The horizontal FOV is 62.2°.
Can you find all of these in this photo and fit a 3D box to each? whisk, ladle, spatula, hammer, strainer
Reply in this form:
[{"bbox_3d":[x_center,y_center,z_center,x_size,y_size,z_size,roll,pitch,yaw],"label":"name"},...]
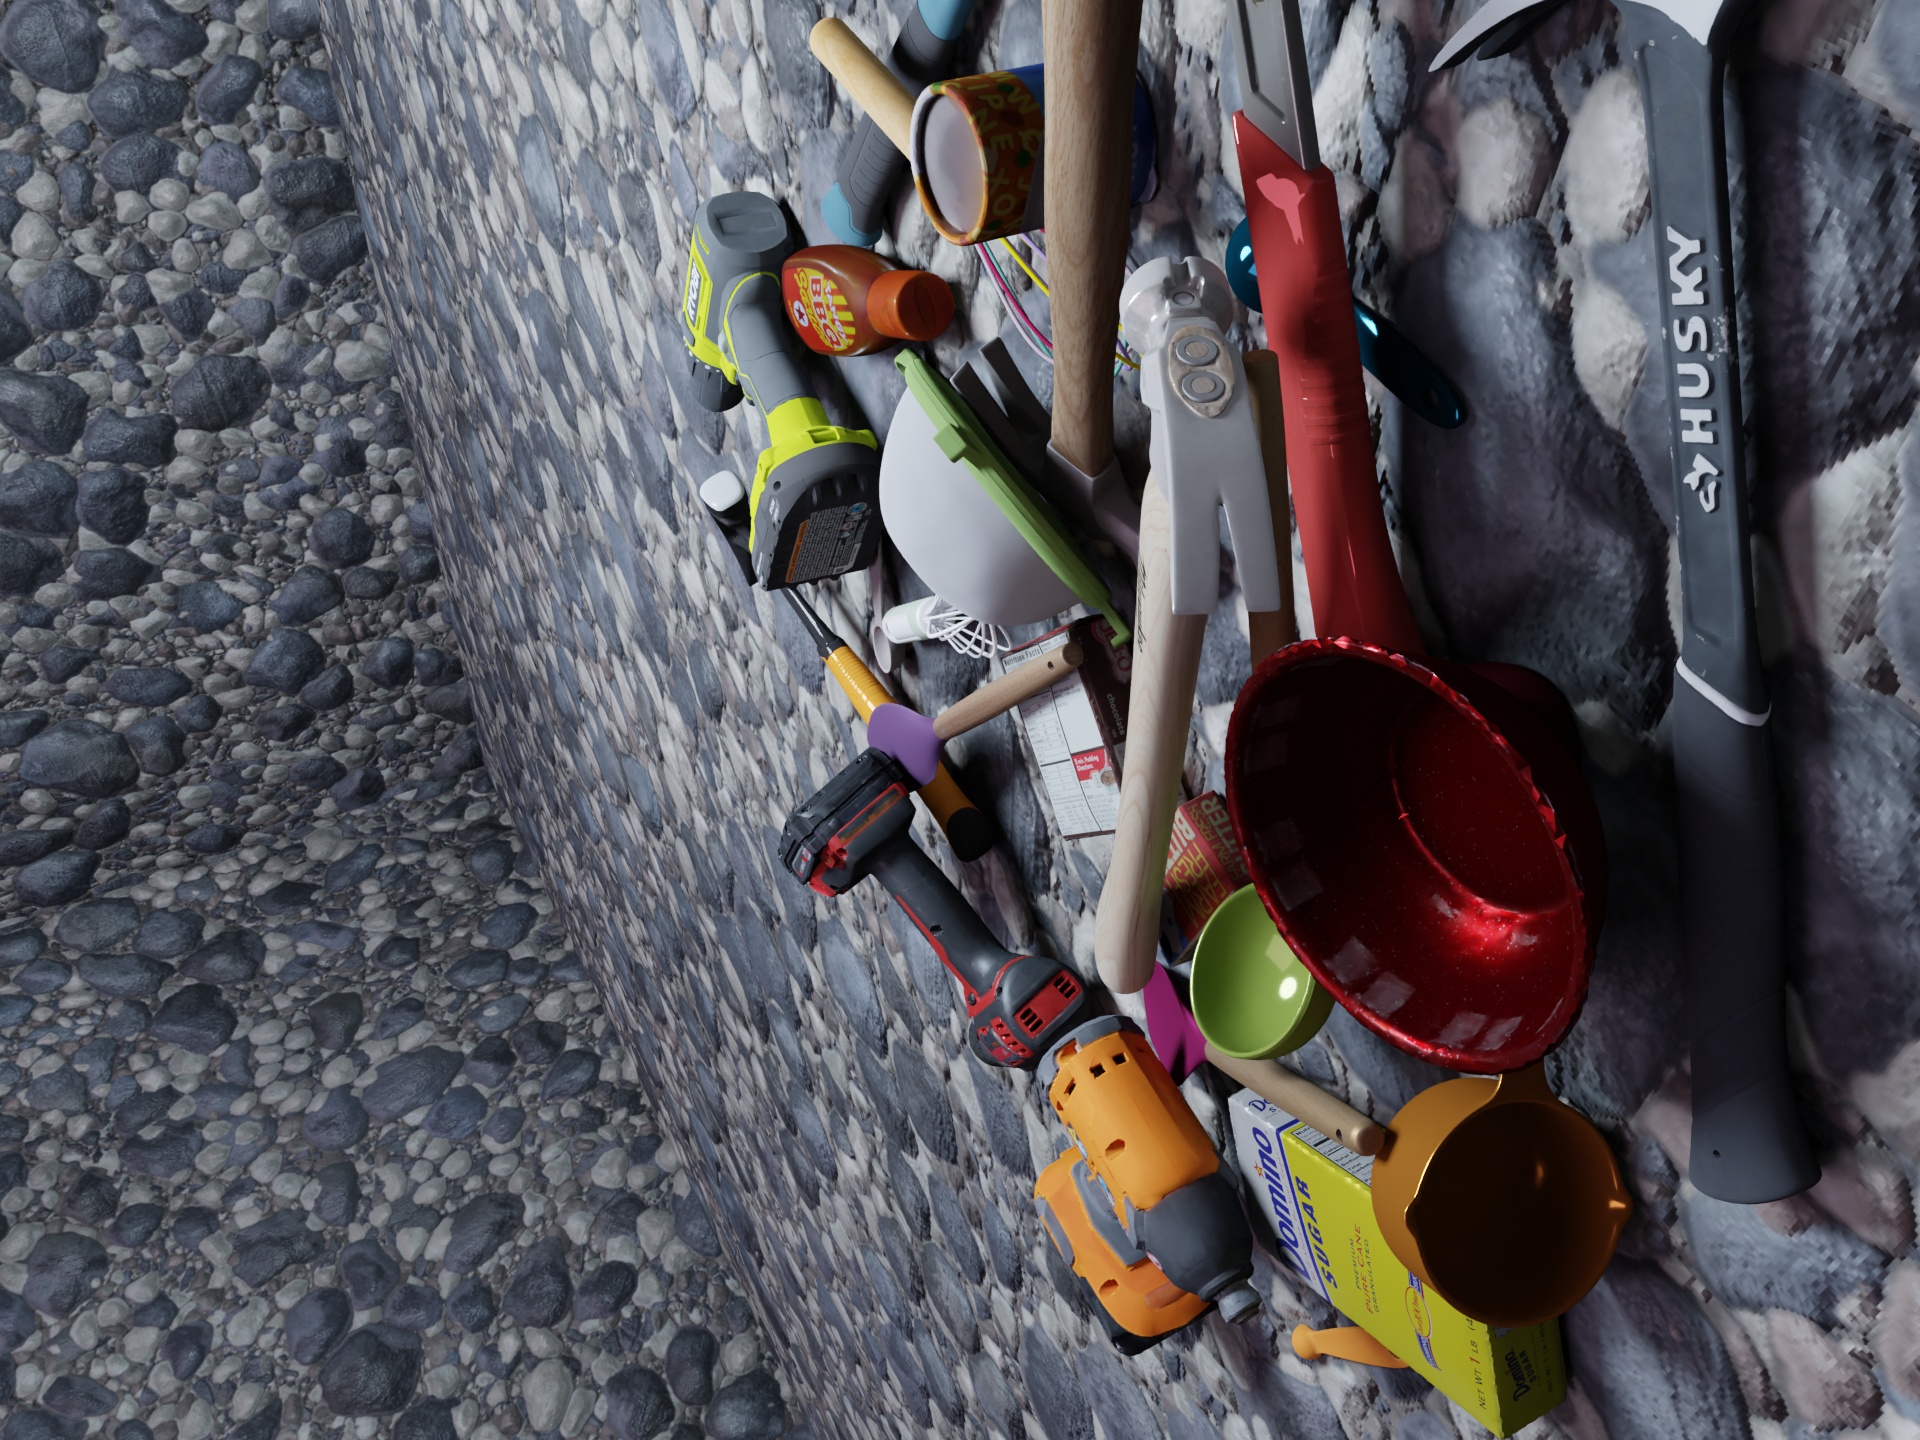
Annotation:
[{"bbox_3d":[-0.013,-0.061,0.939,0.058,0.059,0.246,61,168,-7],"label":"whisk"},{"bbox_3d":[0.166,0.063,0.693,0.069,0.031,0.315,63,158,16],"label":"ladle"},{"bbox_3d":[0.115,0.009,0.630,0.078,0.062,0.319,-123,18,-54],"label":"ladle"},{"bbox_3d":[-0.001,-0.003,0.919,0.060,0.018,0.316,63,156,0],"label":"spatula"},{"bbox_3d":[-0.014,-0.328,0.762,0.128,0.033,0.331,66,157,7],"label":"hammer"},{"bbox_3d":[0.112,-0.165,0.561,0.149,0.037,0.358,21,133,52],"label":"hammer"},{"bbox_3d":[-0.077,-0.031,1.122,0.337,0.034,0.127,52,173,26],"label":"hammer"},{"bbox_3d":[0.006,-0.243,0.735,0.245,0.047,0.051,52,147,19],"label":"whisk"},{"bbox_3d":[0.222,-0.030,0.477,0.149,0.036,0.408,25,131,61],"label":"hammer"},{"bbox_3d":[0.081,0.019,0.661,0.410,0.038,0.146,87,-179,-54],"label":"hammer"},{"bbox_3d":[0.046,-0.166,0.604,0.130,0.031,0.331,40,165,18],"label":"hammer"},{"bbox_3d":[-0.012,-0.125,0.817,0.151,0.069,0.257,44,-170,-35],"label":"strainer"}]

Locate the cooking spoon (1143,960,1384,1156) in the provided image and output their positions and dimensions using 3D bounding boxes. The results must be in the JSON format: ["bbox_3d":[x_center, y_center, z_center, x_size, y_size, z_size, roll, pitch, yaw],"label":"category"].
[{"bbox_3d":[0.134,0.164,0.770,0.319,0.017,0.069,175,88,-81],"label":"cooking spoon"}]

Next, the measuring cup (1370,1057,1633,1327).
[{"bbox_3d":[0.206,0.142,0.621,0.052,0.095,0.173,174,97,-78],"label":"measuring cup"}]

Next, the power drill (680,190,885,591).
[{"bbox_3d":[-0.128,-0.205,1.059,0.190,0.080,0.229,119,132,-61],"label":"power drill"}]

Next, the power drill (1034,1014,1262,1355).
[{"bbox_3d":[0.105,0.278,0.887,0.164,0.084,0.226,57,164,30],"label":"power drill"}]

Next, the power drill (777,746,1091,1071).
[{"bbox_3d":[-0.016,0.140,1.049,0.227,0.080,0.187,46,161,7],"label":"power drill"}]

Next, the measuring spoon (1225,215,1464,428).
[{"bbox_3d":[0.137,-0.146,0.588,0.129,0.021,0.042,54,152,33],"label":"measuring spoon"}]

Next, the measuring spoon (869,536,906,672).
[{"bbox_3d":[-0.049,-0.092,1.066,0.034,0.018,0.124,-142,45,-61],"label":"measuring spoon"}]

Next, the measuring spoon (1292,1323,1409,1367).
[{"bbox_3d":[0.205,0.332,0.840,0.021,0.011,0.117,66,157,10],"label":"measuring spoon"}]
